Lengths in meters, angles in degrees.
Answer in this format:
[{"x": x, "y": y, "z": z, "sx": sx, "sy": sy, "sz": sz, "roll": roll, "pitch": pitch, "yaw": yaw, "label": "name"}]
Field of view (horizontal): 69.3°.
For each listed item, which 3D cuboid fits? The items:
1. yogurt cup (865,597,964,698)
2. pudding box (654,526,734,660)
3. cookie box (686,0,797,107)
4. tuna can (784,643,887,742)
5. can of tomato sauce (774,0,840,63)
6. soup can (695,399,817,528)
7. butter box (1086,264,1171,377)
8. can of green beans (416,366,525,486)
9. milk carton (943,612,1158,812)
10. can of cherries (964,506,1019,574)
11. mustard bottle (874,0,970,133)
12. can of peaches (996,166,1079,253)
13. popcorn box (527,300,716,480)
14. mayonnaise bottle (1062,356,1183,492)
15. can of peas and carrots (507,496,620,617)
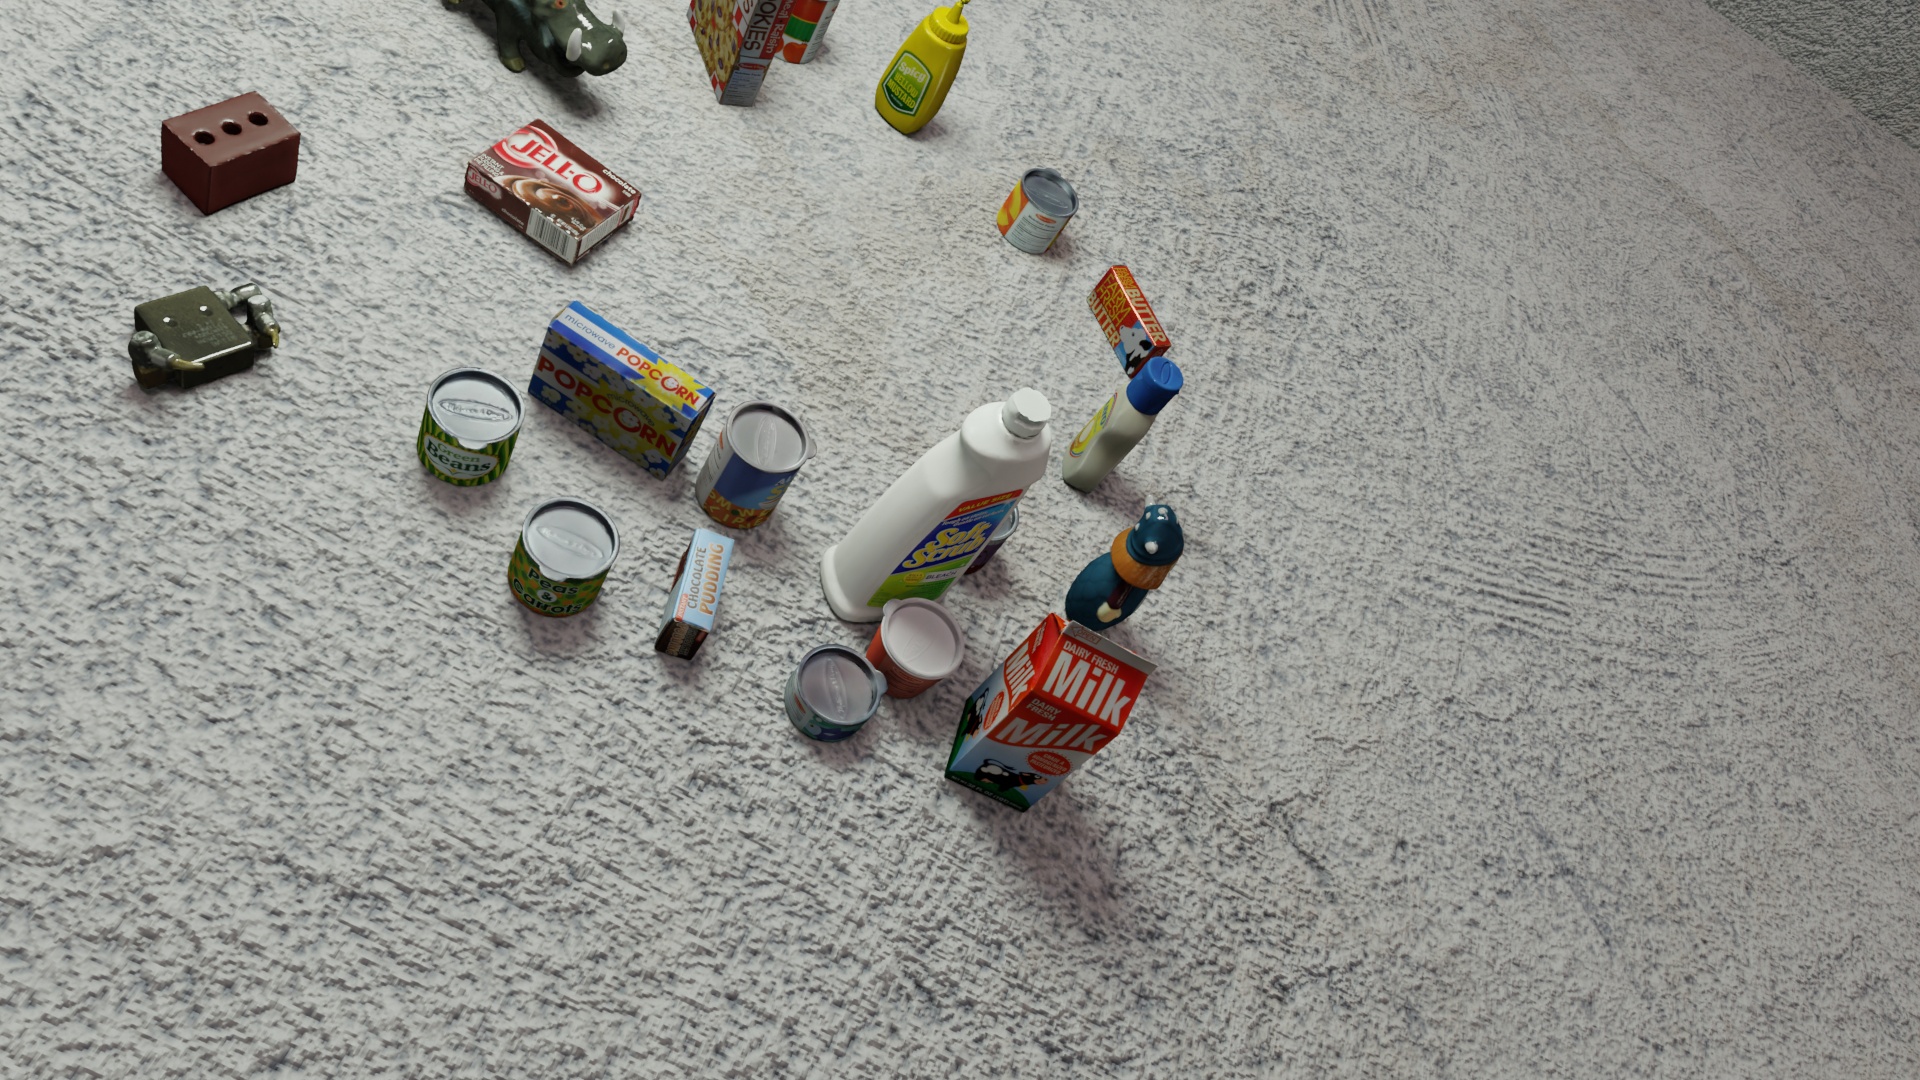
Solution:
[{"x": -0.038, "y": 0.085, "z": 1.057, "sx": 0.072, "sy": 0.053, "sz": 0.073, "roll": 15, "pitch": 53, "yaw": -20, "label": "yogurt cup"}, {"x": -0.192, "y": 0.038, "z": 1.005, "sx": 0.030, "sy": 0.049, "sz": 0.084, "roll": 21, "pitch": 51, "yaw": -16, "label": "pudding box"}, {"x": -0.202, "y": -0.513, "z": 1.301, "sx": 0.040, "sy": 0.166, "sz": 0.123, "roll": -5, "pitch": 62, "yaw": -32, "label": "cookie box"}, {"x": -0.092, "y": 0.112, "z": 1.021, "sx": 0.071, "sy": 0.032, "sz": 0.071, "roll": 15, "pitch": 53, "yaw": -20, "label": "tuna can"}, {"x": -0.163, "y": -0.534, "z": 1.394, "sx": 0.071, "sy": 0.082, "sz": 0.071, "roll": 15, "pitch": 53, "yaw": -20, "label": "can of tomato sauce"}, {"x": -0.158, "y": -0.056, "z": 1.066, "sx": 0.071, "sy": 0.083, "sz": 0.072, "roll": 15, "pitch": 53, "yaw": -20, "label": "soup can"}, {"x": 0.167, "y": -0.219, "z": 1.383, "sx": 0.024, "sy": 0.053, "sz": 0.104, "roll": -9, "pitch": 64, "yaw": -34, "label": "butter box"}, {"x": -0.350, "y": -0.081, "z": 0.991, "sx": 0.071, "sy": 0.057, "sz": 0.071, "roll": 15, "pitch": 53, "yaw": -20, "label": "can of green beans"}, {"x": 0.064, "y": 0.118, "z": 1.001, "sx": 0.072, "sy": 0.189, "sz": 0.074, "roll": 27, "pitch": 49, "yaw": -11, "label": "milk carton"}, {"x": 0.004, "y": -0.014, "z": 1.146, "sx": 0.071, "sy": 0.058, "sz": 0.072, "roll": 15, "pitch": 53, "yaw": -20, "label": "can of cherries"}, {"x": -0.031, "y": -0.480, "z": 1.380, "sx": 0.065, "sy": 0.159, "sz": 0.049, "roll": 43, "pitch": 48, "yaw": 3, "label": "mustard bottle"}, {"x": 0.078, "y": -0.336, "z": 1.411, "sx": 0.071, "sy": 0.057, "sz": 0.071, "roll": 15, "pitch": 53, "yaw": -20, "label": "can of peaches"}, {"x": -0.257, "y": -0.112, "z": 1.048, "sx": 0.127, "sy": 0.084, "sz": 0.038, "roll": 34, "pitch": 49, "yaw": -5, "label": "popcorn box"}, {"x": 0.142, "y": -0.105, "z": 1.228, "sx": 0.041, "sy": 0.147, "sz": 0.065, "roll": 27, "pitch": 50, "yaw": -11, "label": "mayonnaise bottle"}, {"x": -0.277, "y": 0.014, "z": 0.967, "sx": 0.071, "sy": 0.058, "sz": 0.071, "roll": 15, "pitch": 53, "yaw": -20, "label": "can of peas and carrots"}]
